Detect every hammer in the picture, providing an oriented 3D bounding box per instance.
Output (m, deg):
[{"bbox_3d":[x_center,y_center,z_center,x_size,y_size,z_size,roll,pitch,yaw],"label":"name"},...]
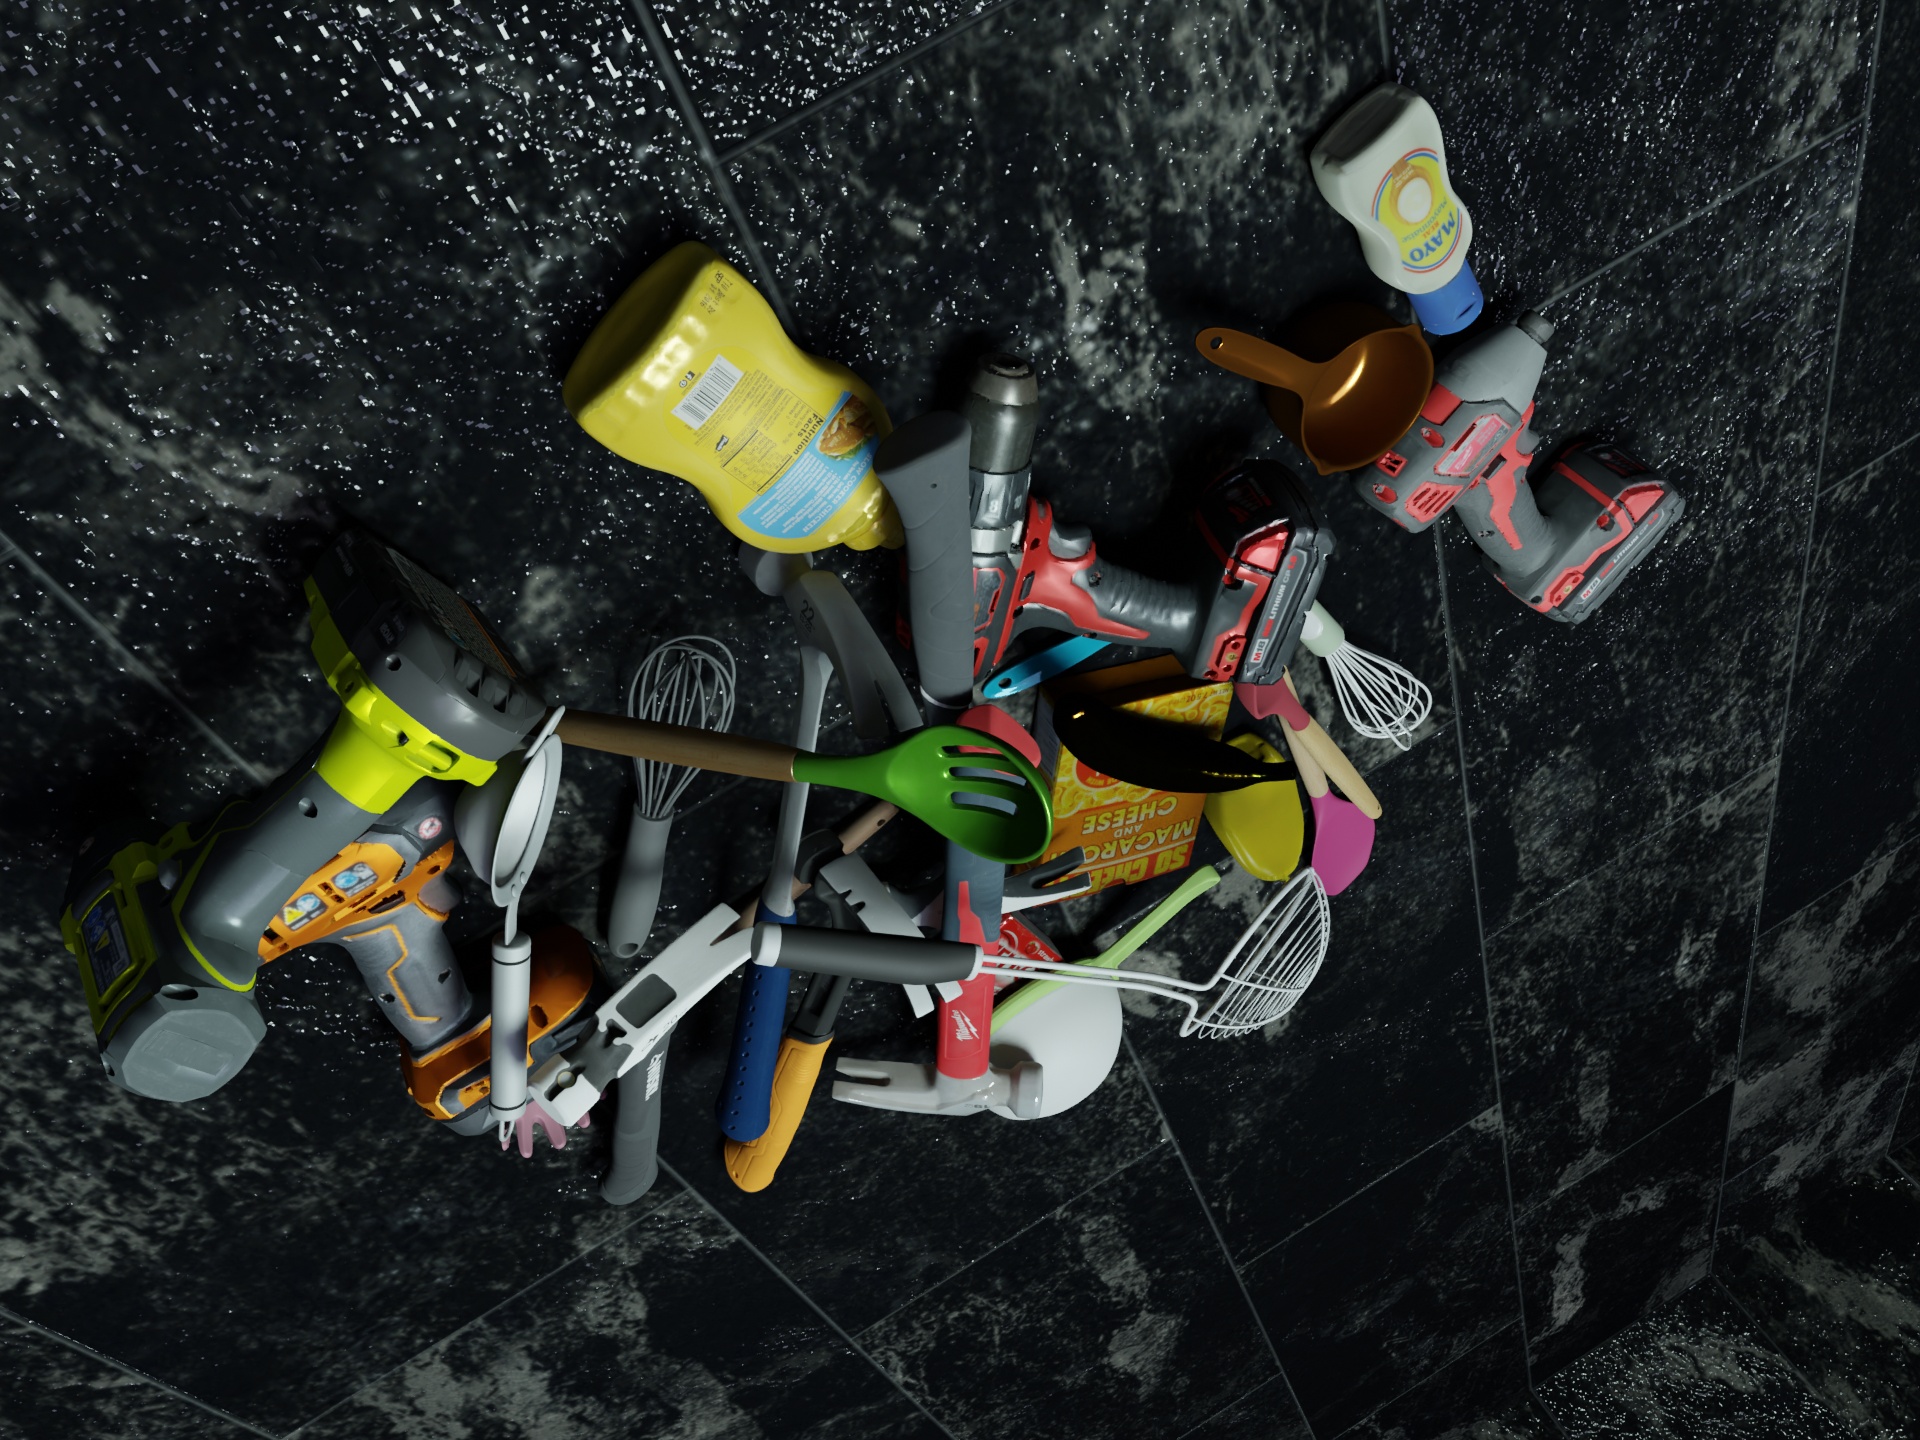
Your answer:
[{"bbox_3d":[-0.010,0.130,0.952,0.143,0.038,0.386,4,138,1],"label":"hammer"},{"bbox_3d":[-0.096,0.216,1.009,0.034,0.127,0.336,-23,151,-38],"label":"hammer"},{"bbox_3d":[-0.188,0.222,0.947,0.146,0.035,0.334,-44,167,-31],"label":"hammer"},{"bbox_3d":[-0.001,-0.003,0.854,0.149,0.036,0.408,-8,142,-3],"label":"hammer"},{"bbox_3d":[-0.099,0.097,0.887,0.035,0.144,0.405,-12,134,-30],"label":"hammer"}]

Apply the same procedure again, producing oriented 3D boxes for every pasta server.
[{"bbox_3d":[-0.160,0.154,0.978,0.316,0.040,0.060,-39,144,3],"label":"pasta server"}]

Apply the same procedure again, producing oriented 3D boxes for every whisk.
[{"bbox_3d":[0.245,-0.048,1.047,0.058,0.059,0.246,-26,139,28],"label":"whisk"},{"bbox_3d":[-0.167,0.049,0.878,0.055,0.055,0.238,-4,133,-29],"label":"whisk"}]

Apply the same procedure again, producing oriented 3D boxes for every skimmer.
[{"bbox_3d":[0.055,0.121,0.899,0.363,0.090,0.127,9,126,-23],"label":"skimmer"}]

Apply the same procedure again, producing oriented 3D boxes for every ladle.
[{"bbox_3d":[0.239,0.009,1.076,0.315,0.031,0.069,39,58,-52],"label":"ladle"}]

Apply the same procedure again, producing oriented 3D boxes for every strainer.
[{"bbox_3d":[0.103,0.207,1.136,0.256,0.069,0.151,-45,152,18],"label":"strainer"},{"bbox_3d":[-0.226,0.106,0.790,0.050,0.087,0.258,10,114,3],"label":"strainer"}]

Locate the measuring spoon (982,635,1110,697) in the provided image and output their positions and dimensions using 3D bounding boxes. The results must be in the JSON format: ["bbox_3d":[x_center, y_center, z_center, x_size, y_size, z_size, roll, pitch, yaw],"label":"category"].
[{"bbox_3d":[0.069,-0.050,0.961,0.128,0.021,0.042,-27,132,4],"label":"measuring spoon"}]

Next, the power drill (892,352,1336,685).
[{"bbox_3d":[0.081,-0.102,0.858,0.226,0.080,0.187,1,128,-17],"label":"power drill"}]

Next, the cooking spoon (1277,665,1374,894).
[{"bbox_3d":[0.252,0.035,1.144,0.069,0.017,0.318,-43,138,-10],"label":"cooking spoon"}]

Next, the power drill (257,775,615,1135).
[{"bbox_3d":[-0.271,0.110,0.841,0.164,0.084,0.226,-33,134,-5],"label":"power drill"}]

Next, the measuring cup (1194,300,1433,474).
[{"bbox_3d":[0.181,-0.196,0.870,0.173,0.052,0.095,9,122,-35],"label":"measuring cup"}]

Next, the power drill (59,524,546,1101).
[{"bbox_3d":[-0.301,0.031,0.699,0.223,0.171,0.080,-47,137,1],"label":"power drill"}]

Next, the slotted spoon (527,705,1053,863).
[{"bbox_3d":[-0.097,0.015,0.745,0.031,0.314,0.070,-52,142,-48],"label":"slotted spoon"}]

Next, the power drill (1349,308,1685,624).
[{"bbox_3d":[0.353,-0.158,0.997,0.219,0.079,0.143,23,113,-40],"label":"power drill"}]
